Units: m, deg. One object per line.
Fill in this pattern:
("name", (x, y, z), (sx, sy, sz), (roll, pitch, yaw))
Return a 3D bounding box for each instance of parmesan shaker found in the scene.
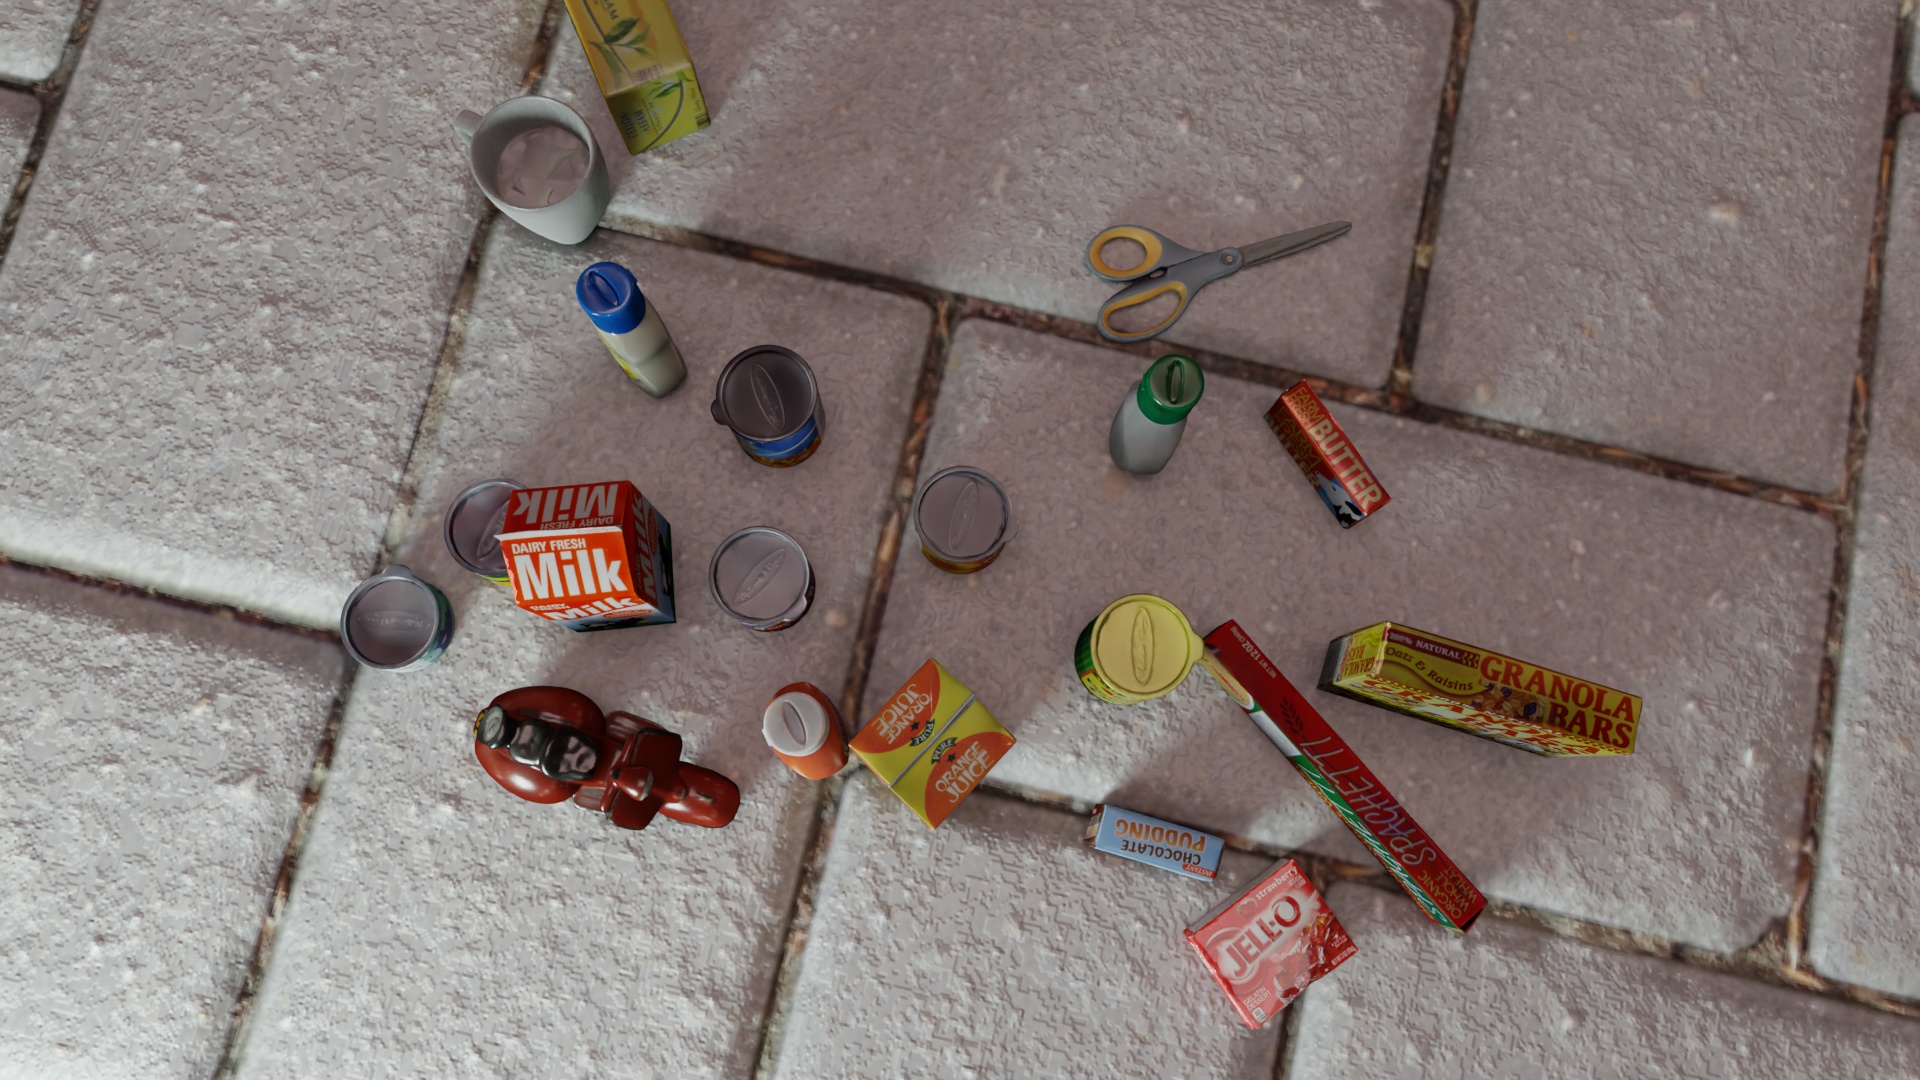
("parmesan shaker", (0.115, 0.074, 0.914), (0.071, 0.103, 0.071), (0, 80, -1))

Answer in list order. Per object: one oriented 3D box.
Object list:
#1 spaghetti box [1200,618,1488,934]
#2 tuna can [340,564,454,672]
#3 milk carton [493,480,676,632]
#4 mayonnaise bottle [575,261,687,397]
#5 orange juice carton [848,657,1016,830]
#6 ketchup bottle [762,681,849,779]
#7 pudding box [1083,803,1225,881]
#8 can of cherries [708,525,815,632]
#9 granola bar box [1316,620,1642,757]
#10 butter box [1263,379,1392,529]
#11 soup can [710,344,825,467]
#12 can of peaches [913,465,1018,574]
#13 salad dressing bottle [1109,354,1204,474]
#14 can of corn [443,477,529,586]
("spaghetti box", (0.251, 0.156, 0.930), (0.029, 0.050, 0.250), (-41, 83, -8))
("tuna can", (-0.380, 0.053, 0.940), (0.071, 0.032, 0.071), (0, 80, -1))
("milk carton", (-0.230, 0.010, 0.872), (0.072, 0.190, 0.073), (-5, 80, -2))
("mayonnaise bottle", (-0.220, -0.142, 0.922), (0.041, 0.148, 0.065), (-39, 83, -7))
("orange juice carton", (-0.018, 0.126, 0.856), (0.073, 0.192, 0.072), (44, 82, 6))
("ketchup bottle", (-0.099, 0.119, 0.877), (0.043, 0.148, 0.065), (-25, 82, -5))
("pudding box", (0.128, 0.200, 0.919), (0.084, 0.049, 0.030), (16, 80, 1))
("can of cherries", (-0.131, 0.030, 0.939), (0.071, 0.058, 0.071), (0, 80, -1))
("granola bar box", (0.332, 0.099, 0.905), (0.166, 0.124, 0.039), (17, 80, 2))
("butter box", (0.254, -0.059, 0.968), (0.024, 0.053, 0.103), (-33, 82, -7))
("soup can", (-0.130, -0.089, 0.948), (0.071, 0.083, 0.071), (0, 80, -1))
("can of peaches", (0.003, -0.012, 0.950), (0.071, 0.058, 0.071), (0, 80, -1))
("salad dressing bottle", (0.130, -0.084, 0.921), (0.044, 0.147, 0.064), (8, 80, 0))
("can of corn", (-0.304, -0.003, 0.940), (0.071, 0.058, 0.071), (0, 80, -1))
